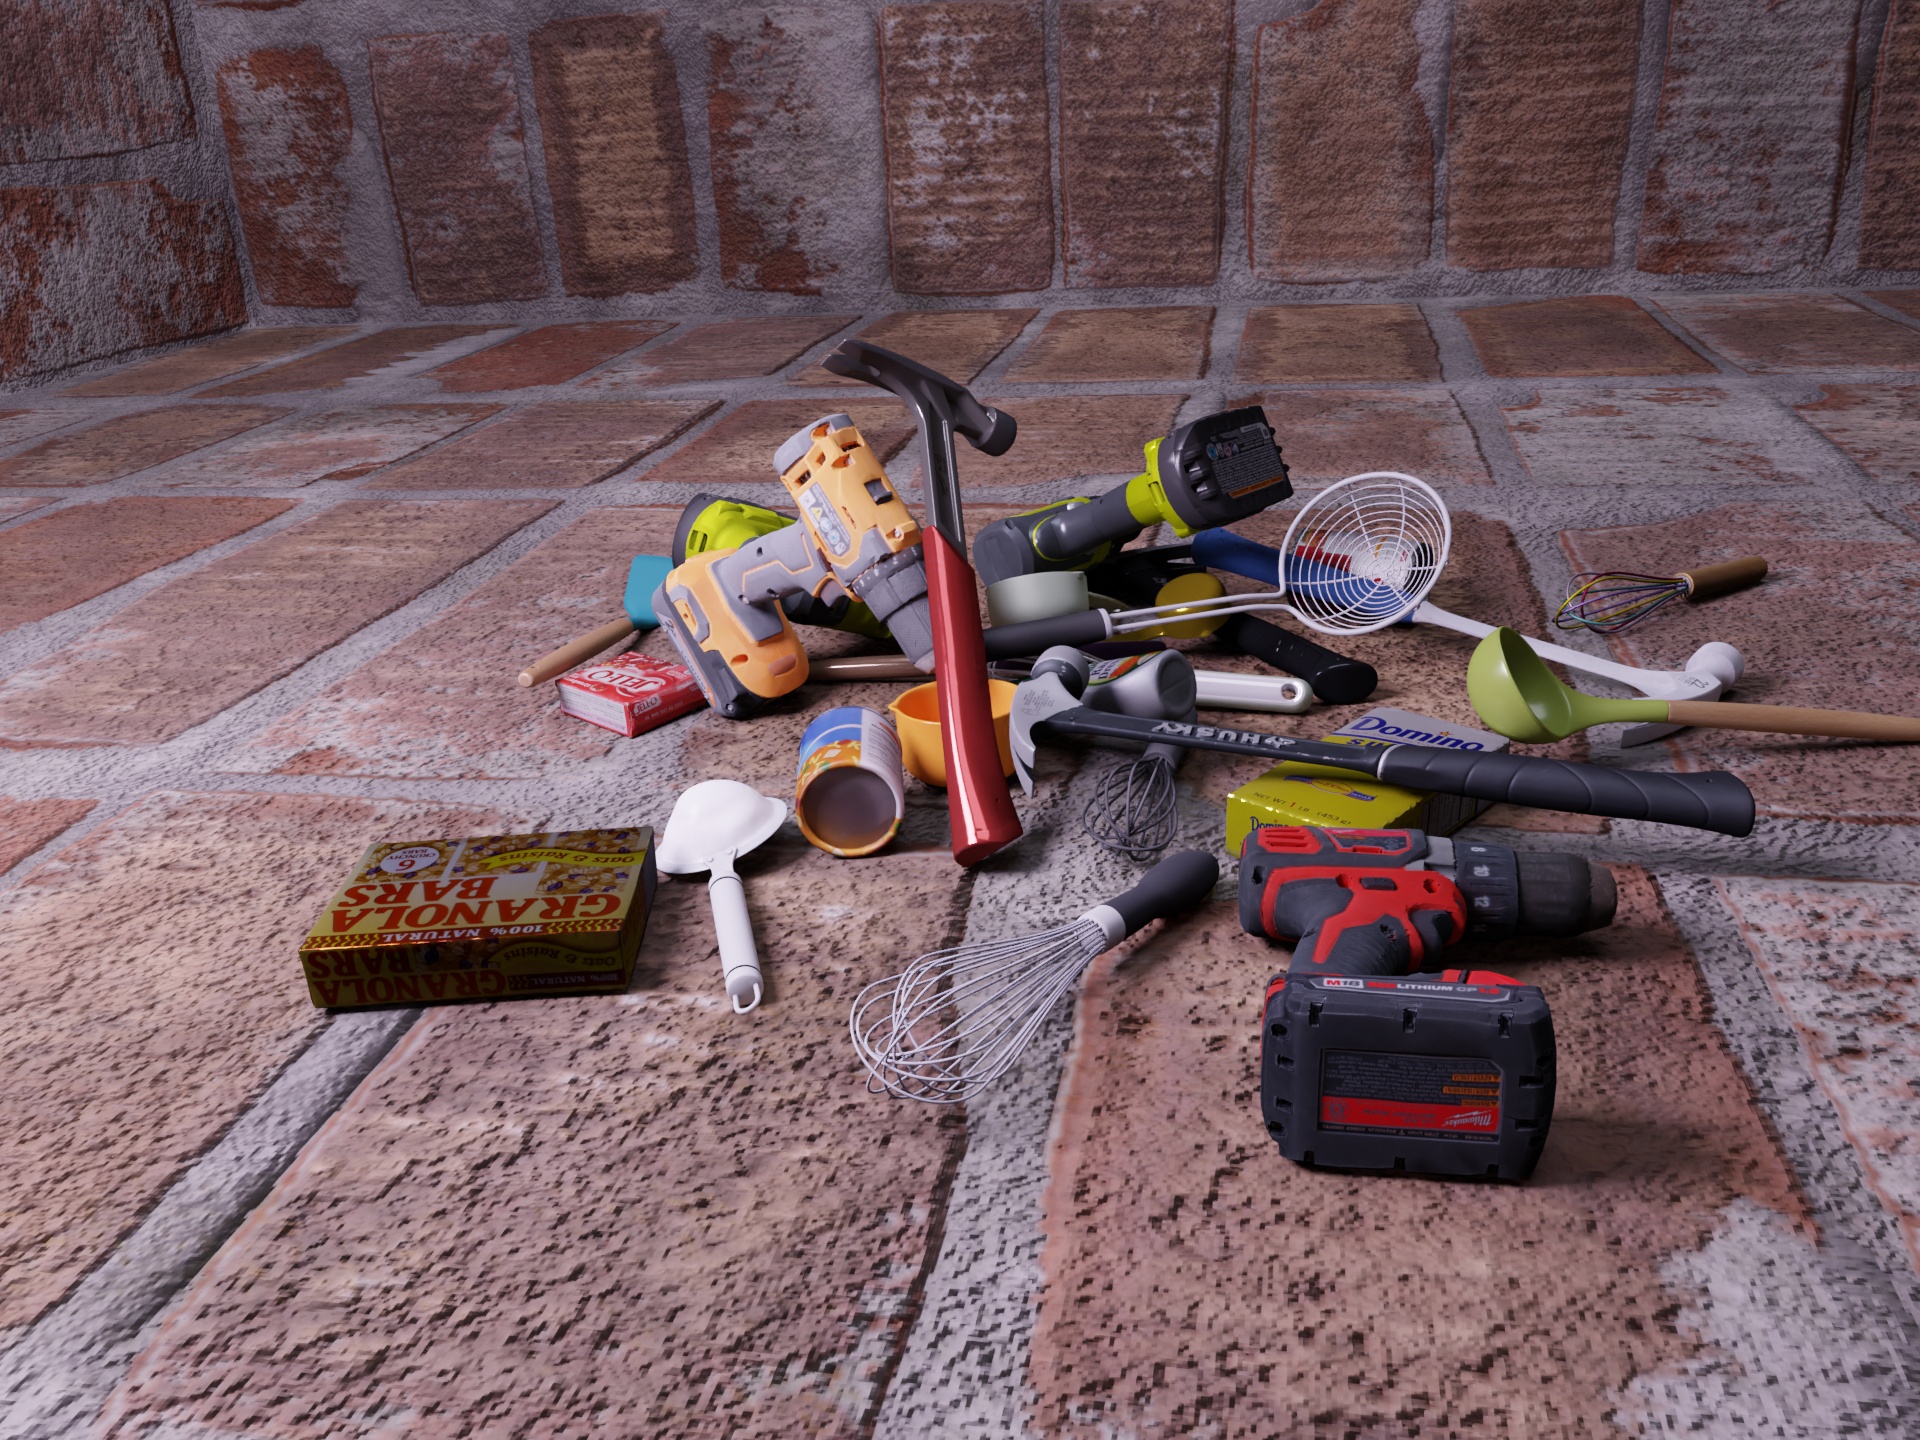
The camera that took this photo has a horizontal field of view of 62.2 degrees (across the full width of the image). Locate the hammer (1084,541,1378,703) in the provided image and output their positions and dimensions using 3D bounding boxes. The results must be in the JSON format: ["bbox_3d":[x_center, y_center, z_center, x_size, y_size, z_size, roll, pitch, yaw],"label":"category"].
[{"bbox_3d":[0.212,-0.081,1.263,0.146,0.035,0.335,-14,25,-23],"label":"hammer"}]

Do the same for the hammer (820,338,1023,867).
[{"bbox_3d":[-0.012,-0.079,1.004,0.149,0.036,0.359,17,53,-35],"label":"hammer"}]

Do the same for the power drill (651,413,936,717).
[{"bbox_3d":[-0.104,-0.081,1.120,0.226,0.185,0.084,-34,-3,42],"label":"power drill"}]

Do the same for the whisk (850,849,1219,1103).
[{"bbox_3d":[0.050,0.115,0.795,0.070,0.070,0.284,15,24,37],"label":"whisk"}]

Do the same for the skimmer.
[{"bbox_3d":[0.162,-0.096,1.113,0.363,0.090,0.127,-10,56,-11],"label":"skimmer"}]

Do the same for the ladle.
[{"bbox_3d":[0.472,-0.011,0.997,0.320,0.062,0.078,4,52,-5],"label":"ladle"}]

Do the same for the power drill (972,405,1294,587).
[{"bbox_3d":[0.144,-0.171,1.264,0.228,0.080,0.190,-19,3,45],"label":"power drill"}]

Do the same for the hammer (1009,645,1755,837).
[{"bbox_3d":[0.224,0.022,0.896,0.409,0.036,0.149,8,26,15],"label":"hammer"}]

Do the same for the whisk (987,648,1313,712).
[{"bbox_3d":[0.127,-0.028,1.136,0.246,0.058,0.059,5,-14,9],"label":"whisk"}]

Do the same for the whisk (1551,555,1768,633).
[{"bbox_3d":[0.563,-0.106,1.265,0.245,0.047,0.051,-12,23,-28],"label":"whisk"}]

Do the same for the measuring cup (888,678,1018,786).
[{"bbox_3d":[-0.002,-0.003,1.090,0.095,0.052,0.174,-5,18,-3],"label":"measuring cup"}]

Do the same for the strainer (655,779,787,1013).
[{"bbox_3d":[-0.133,0.089,0.903,0.087,0.050,0.259,-22,28,-4],"label":"strainer"}]

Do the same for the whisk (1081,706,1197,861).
[{"bbox_3d":[0.121,0.030,1.004,0.055,0.055,0.239,3,19,16],"label":"whisk"}]

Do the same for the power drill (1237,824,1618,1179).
[{"bbox_3d":[0.225,0.115,0.748,0.188,0.080,0.227,1,20,10],"label":"power drill"}]

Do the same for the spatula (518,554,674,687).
[{"bbox_3d":[-0.285,-0.082,1.296,0.082,0.044,0.317,10,18,8],"label":"spatula"}]

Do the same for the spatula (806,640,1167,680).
[{"bbox_3d":[-0.001,-0.042,1.206,0.316,0.018,0.059,-2,-20,11],"label":"spatula"}]

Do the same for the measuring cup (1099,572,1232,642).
[{"bbox_3d":[0.130,-0.074,1.217,0.156,0.029,0.062,-19,33,2],"label":"measuring cup"}]

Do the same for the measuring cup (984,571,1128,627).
[{"bbox_3d":[0.084,-0.080,1.209,0.083,0.038,0.167,-12,-11,35],"label":"measuring cup"}]

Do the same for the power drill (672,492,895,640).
[{"bbox_3d":[-0.124,-0.120,1.323,0.171,0.080,0.223,9,12,-44],"label":"power drill"}]

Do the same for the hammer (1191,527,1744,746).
[{"bbox_3d":[0.348,-0.077,1.177,0.406,0.035,0.144,23,34,35],"label":"hammer"}]
